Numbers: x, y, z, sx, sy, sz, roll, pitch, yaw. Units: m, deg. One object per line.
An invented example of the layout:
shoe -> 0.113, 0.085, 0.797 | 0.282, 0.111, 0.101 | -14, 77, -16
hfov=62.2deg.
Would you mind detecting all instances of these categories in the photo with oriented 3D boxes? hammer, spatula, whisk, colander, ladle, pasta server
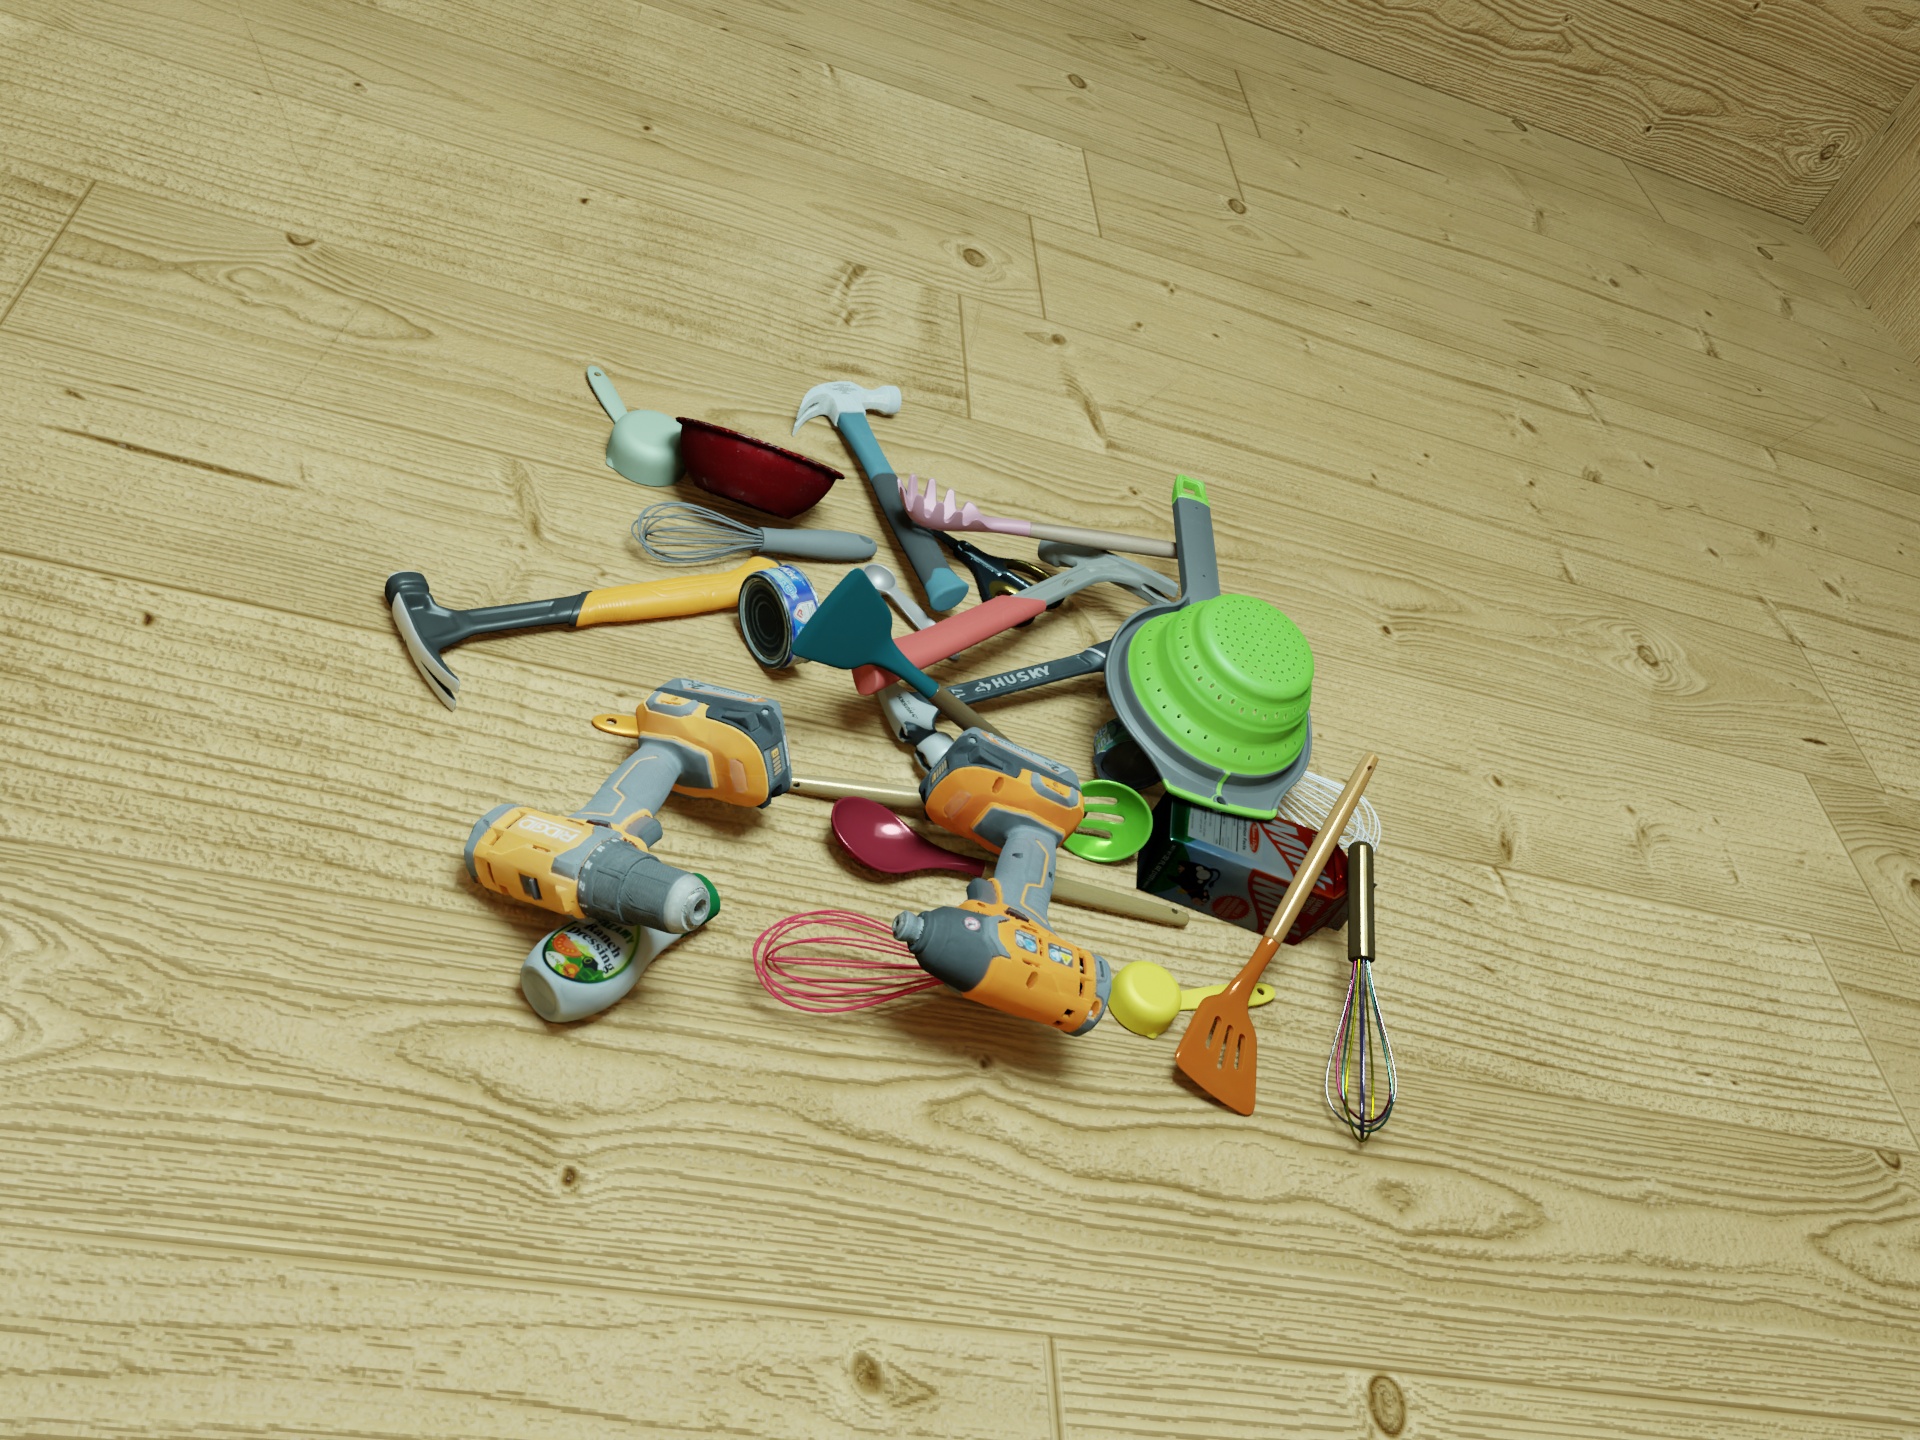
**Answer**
hammer -> 0.040, -0.089, 1.403 | 0.149, 0.036, 0.359 | 28, 35, 29
spatula -> -0.002, -0.004, 1.282 | 0.317, 0.082, 0.044 | 38, 1, -27
whisk -> 0.261, 0.035, 1.454 | 0.285, 0.070, 0.070 | 37, 43, 16
hammer -> -0.068, -0.224, 1.541 | 0.128, 0.033, 0.331 | -4, 47, -27
spatula -> 0.264, 0.156, 1.268 | 0.081, 0.041, 0.323 | 38, 70, -13
colander -> 0.234, -0.103, 1.411 | 0.204, 0.094, 0.398 | 15, 49, -17
whisk -> -0.181, -0.164, 1.434 | 0.238, 0.055, 0.055 | 1, 48, -32
ladle -> 0.042, 0.123, 1.276 | 0.315, 0.031, 0.069 | 16, 41, -15
hammer -> 0.106, -0.054, 1.445 | 0.409, 0.036, 0.149 | -15, 52, -31
hammer -> -0.288, -0.091, 1.312 | 0.336, 0.034, 0.127 | -13, 55, -36
pasta server -> 0.092, -0.184, 1.502 | 0.316, 0.040, 0.060 | 7, 28, -13
whisk -> 0.318, 0.210, 1.262 | 0.047, 0.051, 0.245 | 17, 63, -21
whisk -> -0.014, 0.182, 1.171 | 0.295, 0.073, 0.073 | 9, 45, -28

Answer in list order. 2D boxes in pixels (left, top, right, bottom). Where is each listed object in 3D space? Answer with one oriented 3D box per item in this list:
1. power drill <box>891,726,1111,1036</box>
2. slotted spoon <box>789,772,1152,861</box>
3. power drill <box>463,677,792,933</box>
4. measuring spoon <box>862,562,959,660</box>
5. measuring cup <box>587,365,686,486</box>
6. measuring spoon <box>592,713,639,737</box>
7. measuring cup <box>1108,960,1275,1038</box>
power drill -> 0.023, 0.113, 1.175 | 0.164, 0.084, 0.227 | 23, 37, -22
slotted spoon -> 0.006, 0.068, 1.302 | 0.313, 0.070, 0.031 | 8, 10, -14
power drill -> -0.208, 0.064, 1.127 | 0.185, 0.084, 0.226 | 13, 36, 28
measuring spoon -> -0.047, -0.096, 1.459 | 0.124, 0.018, 0.034 | 46, 43, 10
measuring cup -> -0.310, -0.289, 1.492 | 0.083, 0.038, 0.168 | -14, 58, -36
measuring spoon -> -0.233, 0.006, 1.262 | 0.117, 0.011, 0.021 | 8, 45, -20
measuring cup -> 0.189, 0.214, 1.258 | 0.156, 0.029, 0.062 | 0, 49, -25
